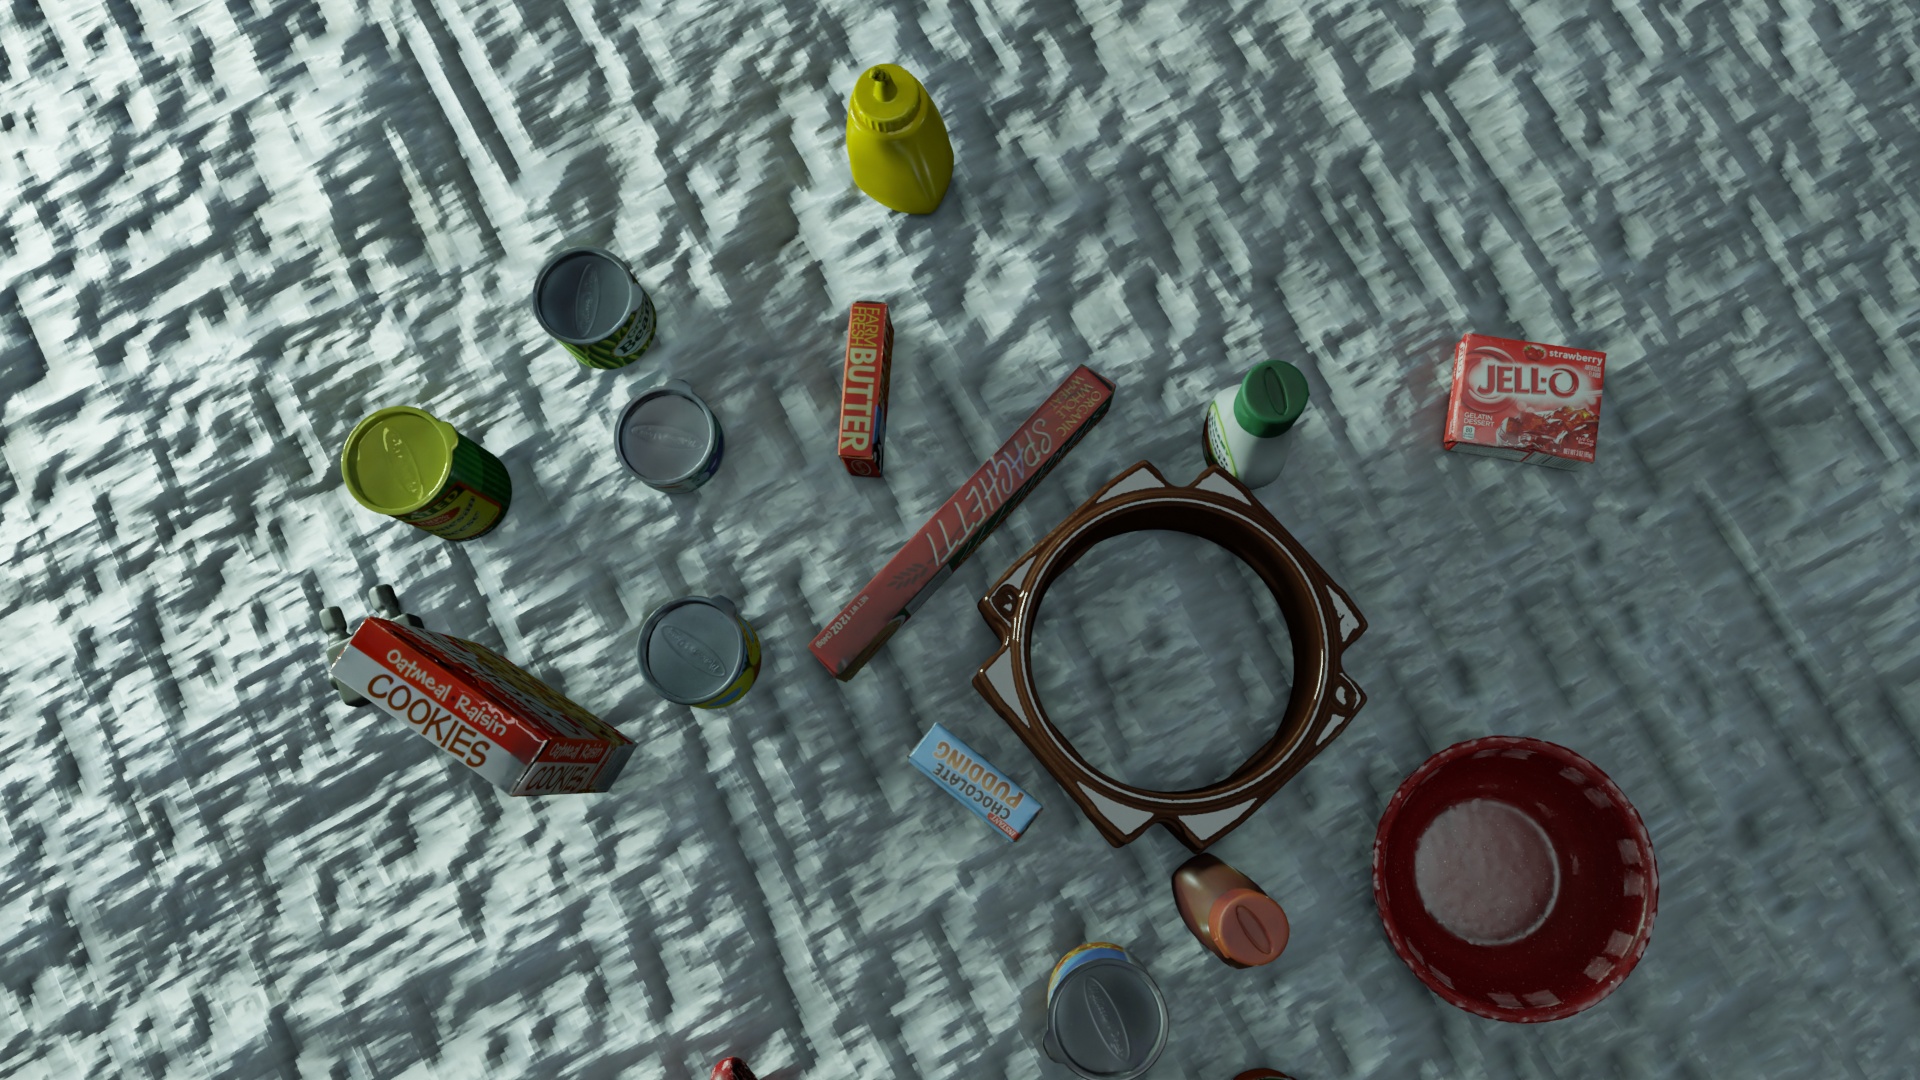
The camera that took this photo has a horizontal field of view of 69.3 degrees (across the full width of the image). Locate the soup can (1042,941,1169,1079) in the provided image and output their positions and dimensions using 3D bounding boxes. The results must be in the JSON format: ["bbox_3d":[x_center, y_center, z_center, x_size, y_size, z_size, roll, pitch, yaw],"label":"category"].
[{"bbox_3d":[0.080,0.271,0.800,0.071,0.083,0.071,0,80,3],"label":"soup can"}]

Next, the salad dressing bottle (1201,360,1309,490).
[{"bbox_3d":[0.175,-0.070,0.826,0.044,0.147,0.064,-14,80,0],"label":"salad dressing bottle"}]

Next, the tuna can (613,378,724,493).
[{"bbox_3d":[-0.187,-0.067,0.900,0.071,0.033,0.071,0,80,2],"label":"tuna can"}]

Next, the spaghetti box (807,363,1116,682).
[{"bbox_3d":[0.003,-0.011,0.873,0.029,0.050,0.250,43,84,9],"label":"spaghetti box"}]

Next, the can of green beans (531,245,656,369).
[{"bbox_3d":[-0.237,-0.150,0.905,0.071,0.057,0.071,0,80,3],"label":"can of green beans"}]

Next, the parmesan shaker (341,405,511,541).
[{"bbox_3d":[-0.326,-0.040,0.866,0.071,0.103,0.071,0,80,3],"label":"parmesan shaker"}]

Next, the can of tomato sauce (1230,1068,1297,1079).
[{"bbox_3d":[0.177,0.339,0.784,0.071,0.083,0.071,0,80,3],"label":"can of tomato sauce"}]

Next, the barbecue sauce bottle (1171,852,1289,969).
[{"bbox_3d":[0.152,0.210,0.776,0.044,0.148,0.065,-33,80,-3],"label":"barbecue sauce bottle"}]

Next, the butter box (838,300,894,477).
[{"bbox_3d":[-0.060,-0.096,0.890,0.024,0.053,0.103,4,80,3],"label":"butter box"}]

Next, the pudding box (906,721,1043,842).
[{"bbox_3d":[0.009,0.147,0.844,0.084,0.049,0.030,37,84,8],"label":"pudding box"}]

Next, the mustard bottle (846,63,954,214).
[{"bbox_3d":[-0.040,-0.255,0.863,0.065,0.160,0.049,18,82,6],"label":"mustard bottle"}]

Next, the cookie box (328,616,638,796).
[{"bbox_3d":[-0.268,0.099,0.805,0.123,0.167,0.040,31,83,7],"label":"cookie box"}]

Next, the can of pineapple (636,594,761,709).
[{"bbox_3d":[-0.159,0.070,0.861,0.071,0.058,0.071,0,80,3],"label":"can of pineapple"}]
